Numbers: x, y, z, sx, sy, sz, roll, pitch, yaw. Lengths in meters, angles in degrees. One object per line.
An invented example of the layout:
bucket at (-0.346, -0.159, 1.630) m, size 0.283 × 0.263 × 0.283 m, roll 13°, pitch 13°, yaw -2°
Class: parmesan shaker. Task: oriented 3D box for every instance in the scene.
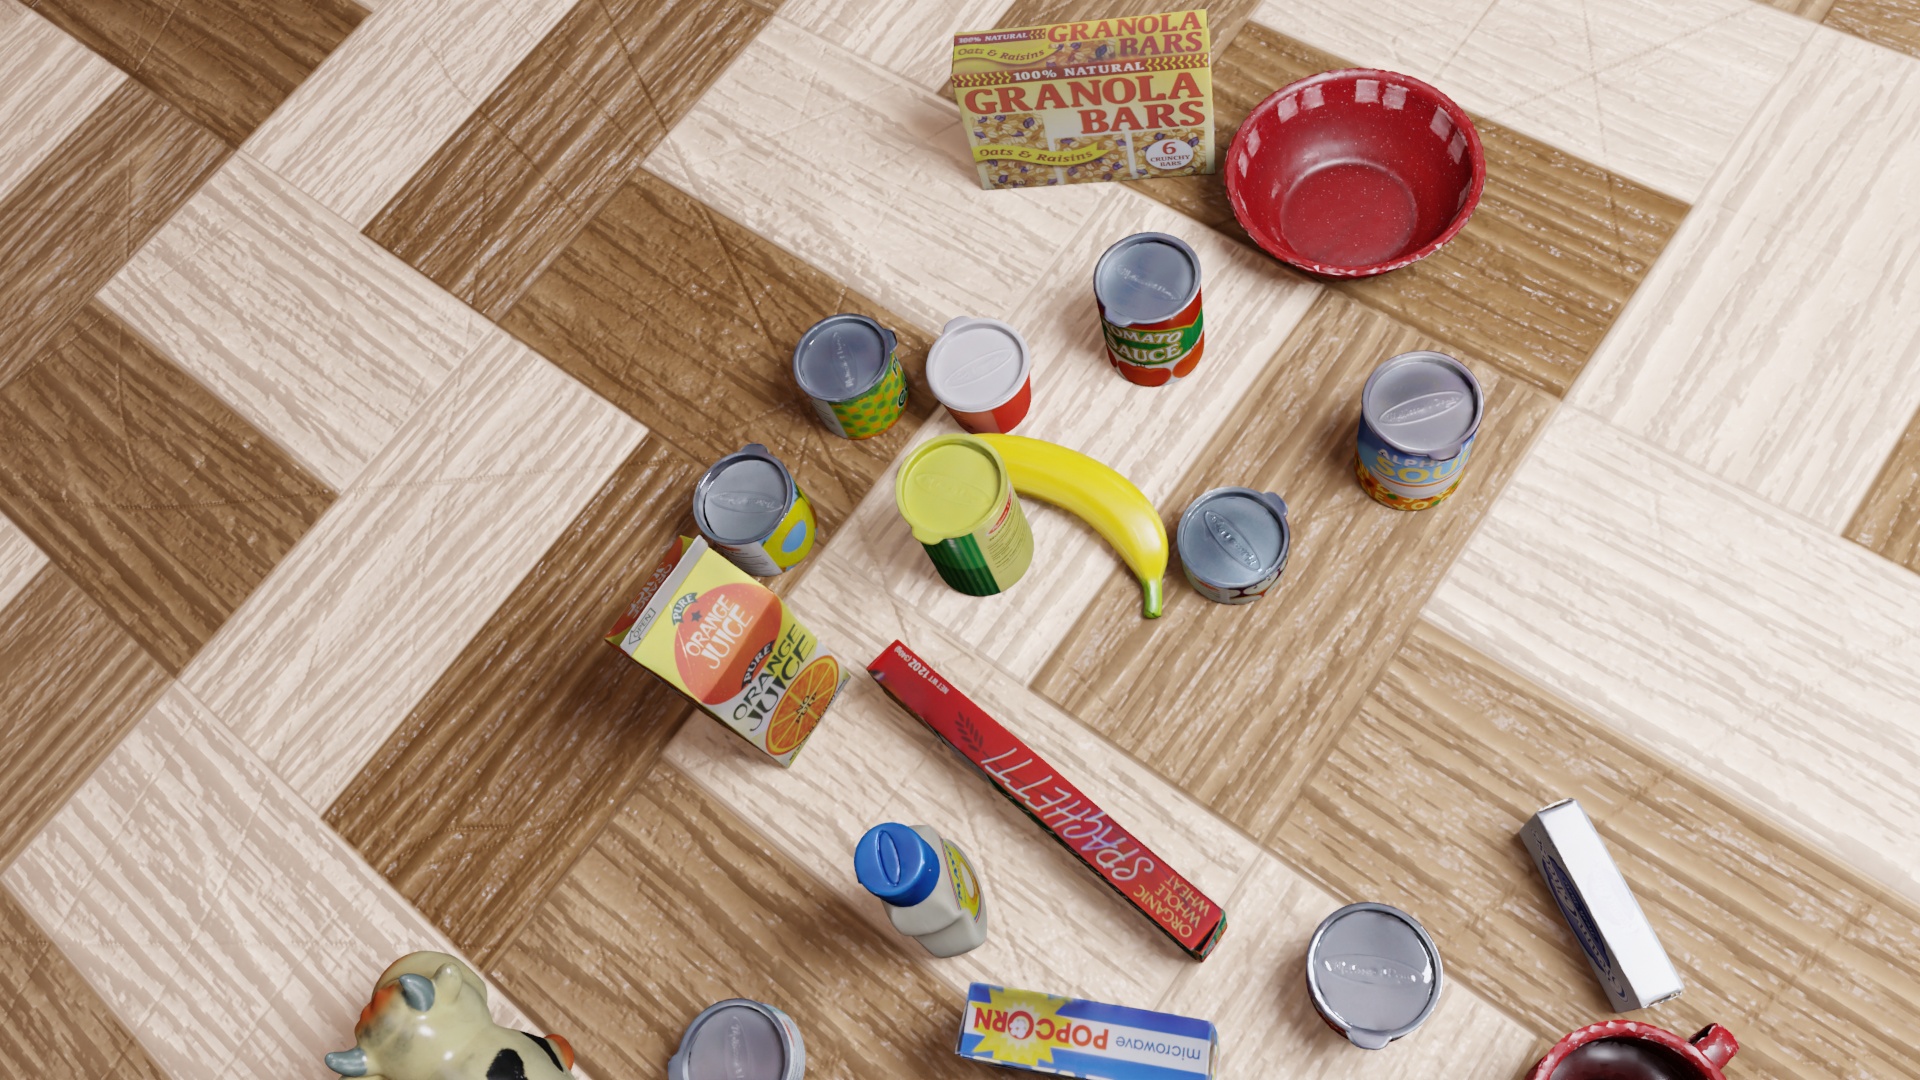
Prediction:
parmesan shaker at (0.003, -0.011, 0.843) m, size 0.071 × 0.102 × 0.071 m, roll -4°, pitch 66°, yaw 10°

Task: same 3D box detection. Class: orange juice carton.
orange juice carton at (-0.134, 0.061, 0.791) m, size 0.073 × 0.192 × 0.072 m, roll 29°, pitch 76°, yaw 22°

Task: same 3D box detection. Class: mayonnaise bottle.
mayonnaise bottle at (-0.020, 0.182, 0.739) m, size 0.041 × 0.147 × 0.065 m, roll -19°, pitch 65°, yaw 4°

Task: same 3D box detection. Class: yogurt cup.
yogurt cup at (0.016, -0.103, 0.907) m, size 0.072 × 0.053 × 0.072 m, roll -4°, pitch 66°, yaw 10°

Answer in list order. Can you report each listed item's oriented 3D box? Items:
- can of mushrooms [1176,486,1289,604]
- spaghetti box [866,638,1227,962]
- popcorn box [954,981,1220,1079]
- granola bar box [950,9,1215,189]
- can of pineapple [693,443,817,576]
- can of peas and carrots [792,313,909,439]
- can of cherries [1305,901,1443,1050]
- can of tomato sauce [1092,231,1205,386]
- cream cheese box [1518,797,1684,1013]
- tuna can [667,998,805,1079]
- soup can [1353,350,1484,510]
can of mushrooms at (0.167, 0.002, 0.841) m, size 0.071 × 0.033 × 0.071 m, roll -4°, pitch 66°, yaw 10°
spaghetti box at (0.047, 0.146, 0.795) m, size 0.250 × 0.050 × 0.029 m, roll 38°, pitch 79°, yaw 23°
popcorn box at (0.069, 0.261, 0.720) m, size 0.127 × 0.085 × 0.038 m, roll 5°, pitch 69°, yaw 14°
granola bar box at (0.086, -0.294, 0.936) m, size 0.165 × 0.124 × 0.039 m, roll -1°, pitch 67°, yaw 12°
can of pineapple at (-0.131, -0.018, 0.900) m, size 0.071 × 0.057 × 0.071 m, roll -4°, pitch 66°, yaw 10°
can of peas and carrots at (-0.069, -0.109, 0.926) m, size 0.071 × 0.058 × 0.071 m, roll -4°, pitch 66°, yaw 10°
can of cherries at (0.212, 0.228, 0.719) m, size 0.071 × 0.058 × 0.072 m, roll -4°, pitch 66°, yaw 10°
can of tomato sauce at (0.121, -0.144, 0.887) m, size 0.071 × 0.083 × 0.071 m, roll -4°, pitch 66°, yaw 10°
cream cheese box at (0.328, 0.188, 0.715) m, size 0.024 × 0.053 × 0.104 m, roll -23°, pitch 64°, yaw 2°
tuna can at (-0.124, 0.292, 0.777) m, size 0.071 × 0.032 × 0.071 m, roll -4°, pitch 66°, yaw 10°
soup can at (0.269, -0.060, 0.818) m, size 0.071 × 0.083 × 0.071 m, roll -4°, pitch 66°, yaw 10°
